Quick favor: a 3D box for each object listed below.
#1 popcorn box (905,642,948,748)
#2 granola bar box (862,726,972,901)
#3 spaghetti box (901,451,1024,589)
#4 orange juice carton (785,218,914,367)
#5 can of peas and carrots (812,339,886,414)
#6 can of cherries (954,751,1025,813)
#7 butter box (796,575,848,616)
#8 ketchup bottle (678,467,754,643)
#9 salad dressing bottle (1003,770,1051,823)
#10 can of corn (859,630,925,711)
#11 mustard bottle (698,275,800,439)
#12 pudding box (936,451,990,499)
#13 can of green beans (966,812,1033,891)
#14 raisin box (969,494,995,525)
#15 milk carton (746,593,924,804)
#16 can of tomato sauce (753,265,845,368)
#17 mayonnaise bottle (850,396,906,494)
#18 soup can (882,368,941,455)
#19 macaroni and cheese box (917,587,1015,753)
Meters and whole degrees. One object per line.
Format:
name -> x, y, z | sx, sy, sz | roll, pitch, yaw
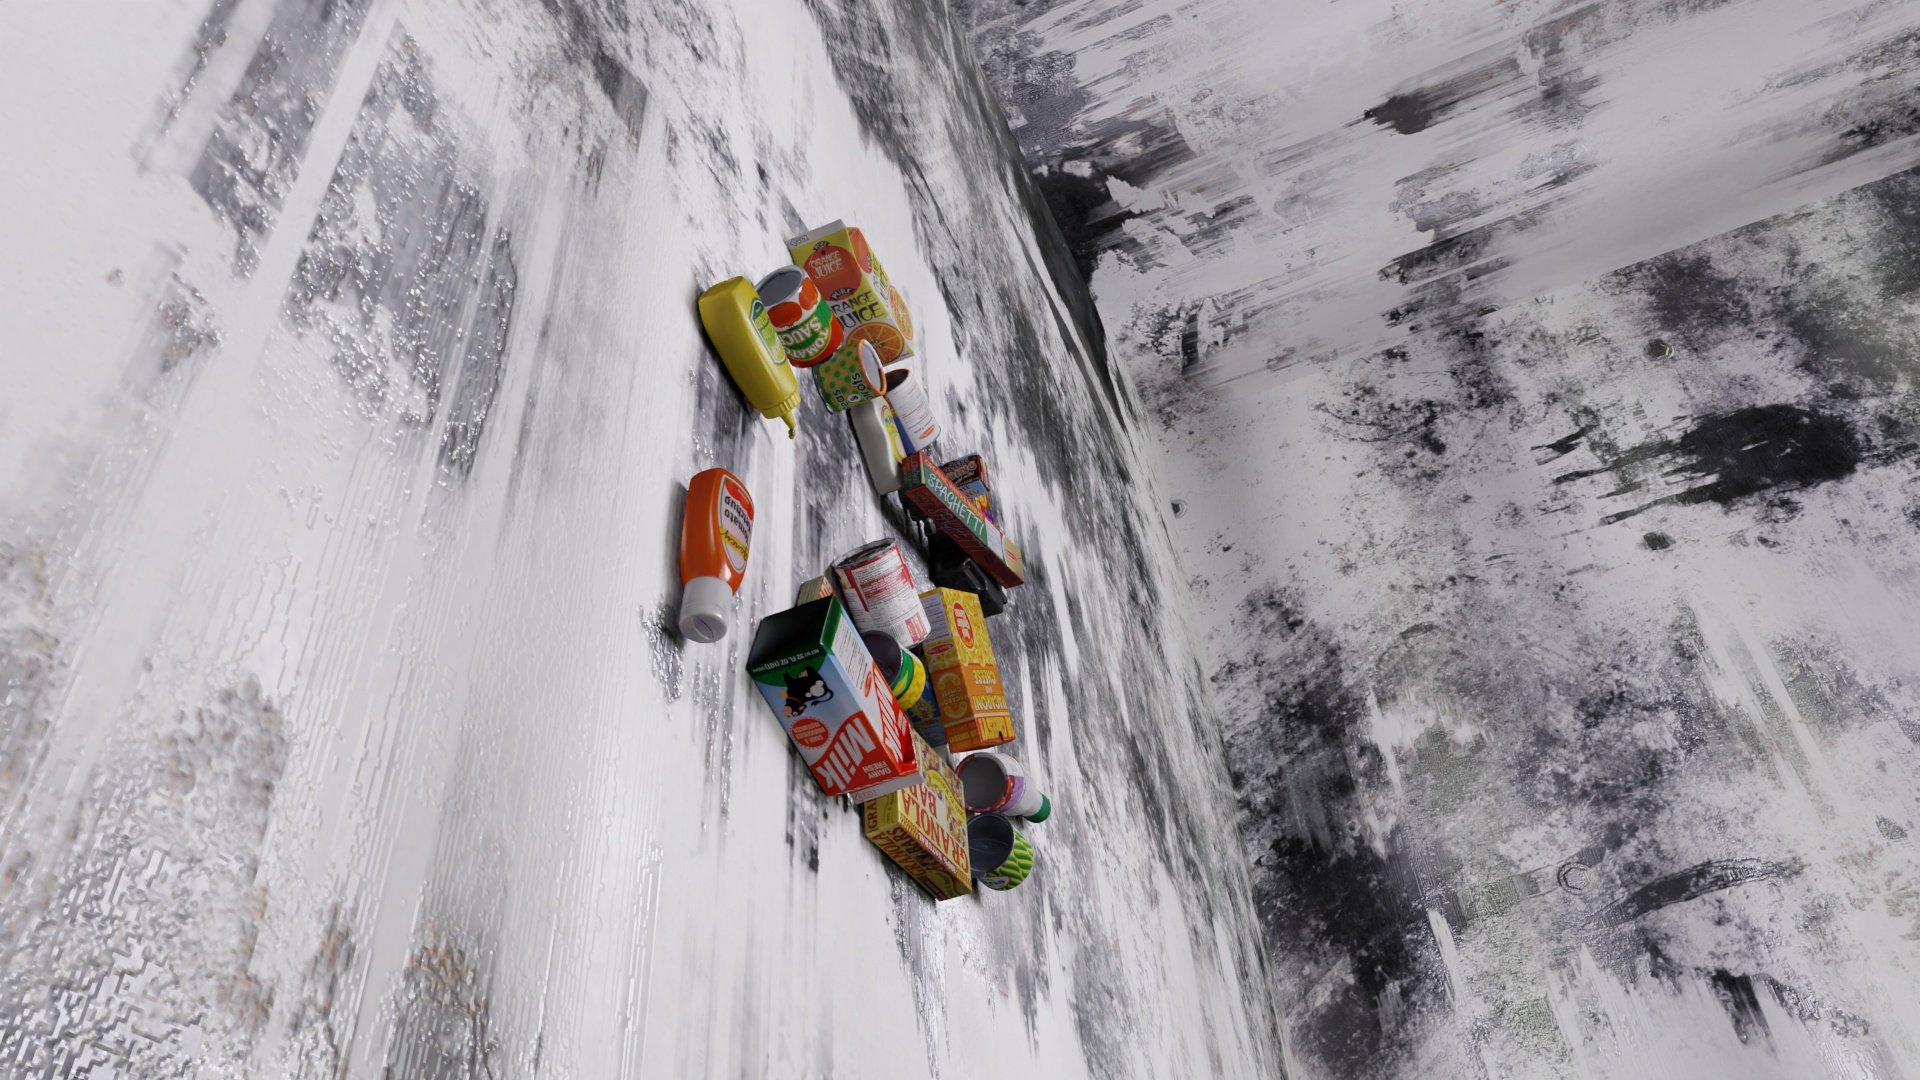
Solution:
popcorn box -> -0.031, 0.148, 1.483 | 0.127, 0.038, 0.085 | -84, 152, -56
granola bar box -> -0.043, 0.253, 1.320 | 0.165, 0.039, 0.125 | 54, 22, -46
spaghetti box -> 0.006, -0.020, 1.624 | 0.249, 0.028, 0.050 | 44, 32, -48
orange juice carton -> -0.125, -0.289, 1.603 | 0.192, 0.072, 0.073 | 55, 22, -45
can of peas and carrots -> -0.120, -0.178, 1.515 | 0.071, 0.058, 0.071 | -20, 91, -74
can of cherries -> 0.030, 0.265, 1.506 | 0.058, 0.071, 0.071 | 27, 46, -68
butter box -> -0.129, 0.081, 1.253 | 0.104, 0.024, 0.053 | -82, 149, -58
ketchup bottle -> -0.193, 0.013, 1.082 | 0.149, 0.043, 0.064 | -91, 157, -45
salad dressing bottle -> 0.068, 0.299, 1.634 | 0.147, 0.044, 0.064 | 48, 26, -57
can of corn -> -0.075, 0.128, 1.311 | 0.058, 0.071, 0.071 | 47, 28, -56
mustard bottle -> -0.187, -0.165, 1.293 | 0.065, 0.049, 0.159 | -77, 145, -60
pudding box -> -0.008, -0.073, 1.726 | 0.030, 0.083, 0.050 | 55, 23, -46
can of green beans -> 0.036, 0.326, 1.452 | 0.057, 0.071, 0.071 | 54, 23, -49
raisin box -> 0.004, -0.045, 1.819 | 0.123, 0.040, 0.086 | 26, 47, -67
milk carton -> -0.101, 0.148, 1.184 | 0.074, 0.072, 0.190 | -82, 148, -58
can of tomato sauce -> -0.165, -0.225, 1.404 | 0.071, 0.071, 0.082 | -93, 157, -45
mayonnaise bottle -> -0.095, -0.127, 1.573 | 0.065, 0.041, 0.148 | -23, 95, -72
soup can -> -0.072, -0.152, 1.643 | 0.072, 0.071, 0.083 | -83, 149, -58
macaroni and cheese box -> 0.005, 0.137, 1.463 | 0.124, 0.040, 0.166 | 17, 55, -70
